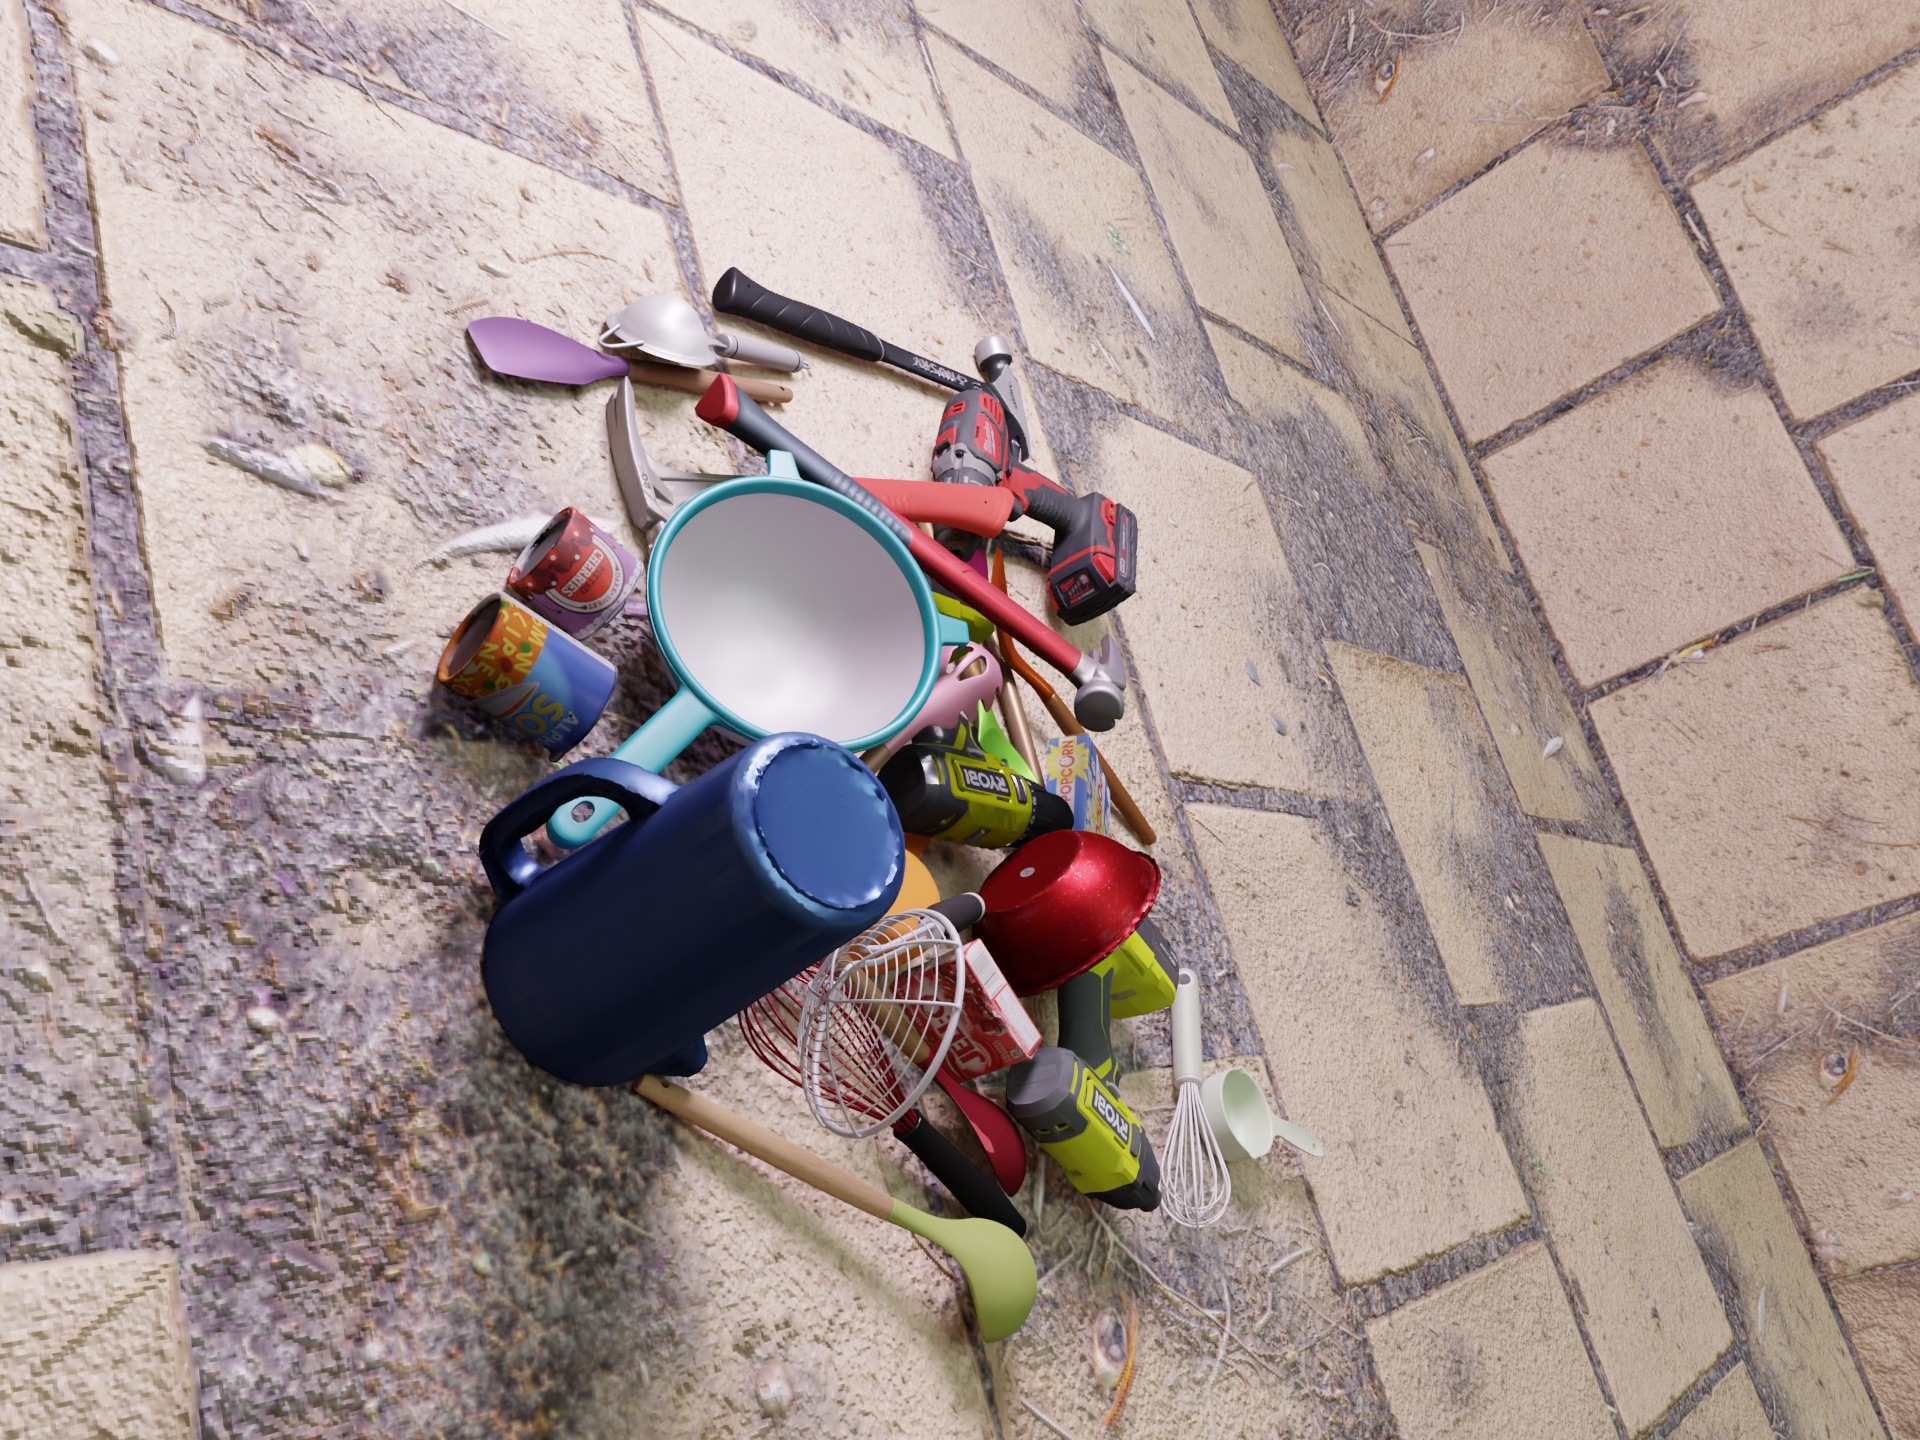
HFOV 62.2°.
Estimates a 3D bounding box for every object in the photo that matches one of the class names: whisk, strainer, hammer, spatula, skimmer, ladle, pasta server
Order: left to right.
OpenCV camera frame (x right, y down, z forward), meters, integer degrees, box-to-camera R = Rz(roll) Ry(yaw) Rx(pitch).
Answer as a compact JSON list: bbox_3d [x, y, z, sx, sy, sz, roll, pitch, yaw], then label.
[{"bbox_3d":[-0.236,-0.265,1.202,0.315,0.018,0.060,-4,58,-54],"label":"spatula"},{"bbox_3d":[-0.192,-0.301,1.262,0.087,0.050,0.258,36,19,21],"label":"strainer"},{"bbox_3d":[-0.160,-0.018,1.063,0.211,0.095,0.340,44,54,-3],"label":"strainer"},{"bbox_3d":[-0.102,-0.183,1.245,0.359,0.036,0.149,-4,70,-41],"label":"hammer"},{"bbox_3d":[-0.074,0.299,0.989,0.320,0.062,0.078,35,26,-23],"label":"ladle"},{"bbox_3d":[-0.072,0.041,1.093,0.060,0.040,0.316,38,59,10],"label":"pasta server"},{"bbox_3d":[-0.069,-0.334,1.465,0.408,0.036,0.149,7,61,-50],"label":"hammer"},{"bbox_3d":[-0.047,0.252,1.037,0.295,0.073,0.073,50,34,-24],"label":"whisk"},{"bbox_3d":[-0.043,0.208,1.069,0.315,0.031,0.069,51,10,-21],"label":"ladle"},{"bbox_3d":[-0.031,-0.136,1.211,0.386,0.038,0.143,36,20,-12],"label":"hammer"},{"bbox_3d":[-0.012,0.156,0.972,0.090,0.127,0.363,37,9,11],"label":"skimmer"},{"bbox_3d":[0.098,-0.008,1.408,0.322,0.041,0.081,53,24,-25],"label":"spatula"},{"bbox_3d":[0.192,0.311,1.330,0.247,0.058,0.059,-85,169,-45],"label":"whisk"}]

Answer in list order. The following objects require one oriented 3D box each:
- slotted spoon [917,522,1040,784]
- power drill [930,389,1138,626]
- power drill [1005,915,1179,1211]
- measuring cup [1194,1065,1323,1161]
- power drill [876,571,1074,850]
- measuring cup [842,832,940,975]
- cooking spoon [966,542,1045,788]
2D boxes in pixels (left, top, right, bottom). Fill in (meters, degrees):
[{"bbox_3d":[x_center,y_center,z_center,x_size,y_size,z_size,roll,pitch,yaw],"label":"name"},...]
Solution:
[{"bbox_3d":[0.006,-0.057,1.366,0.070,0.031,0.314,8,58,-49],"label":"slotted spoon"},{"bbox_3d":[0.061,-0.178,1.460,0.226,0.080,0.188,34,45,-31],"label":"power drill"},{"bbox_3d":[0.109,0.250,1.215,0.171,0.080,0.223,51,32,-30],"label":"power drill"},{"bbox_3d":[0.261,0.358,1.388,0.167,0.038,0.083,33,42,-39],"label":"measuring cup"},{"bbox_3d":[-0.002,-0.004,1.245,0.190,0.080,0.229,15,49,-47],"label":"power drill"},{"bbox_3d":[-0.039,0.110,1.155,0.095,0.052,0.174,53,36,-12],"label":"measuring cup"},{"bbox_3d":[0.033,-0.060,1.409,0.068,0.017,0.319,12,56,-49],"label":"cooking spoon"}]
